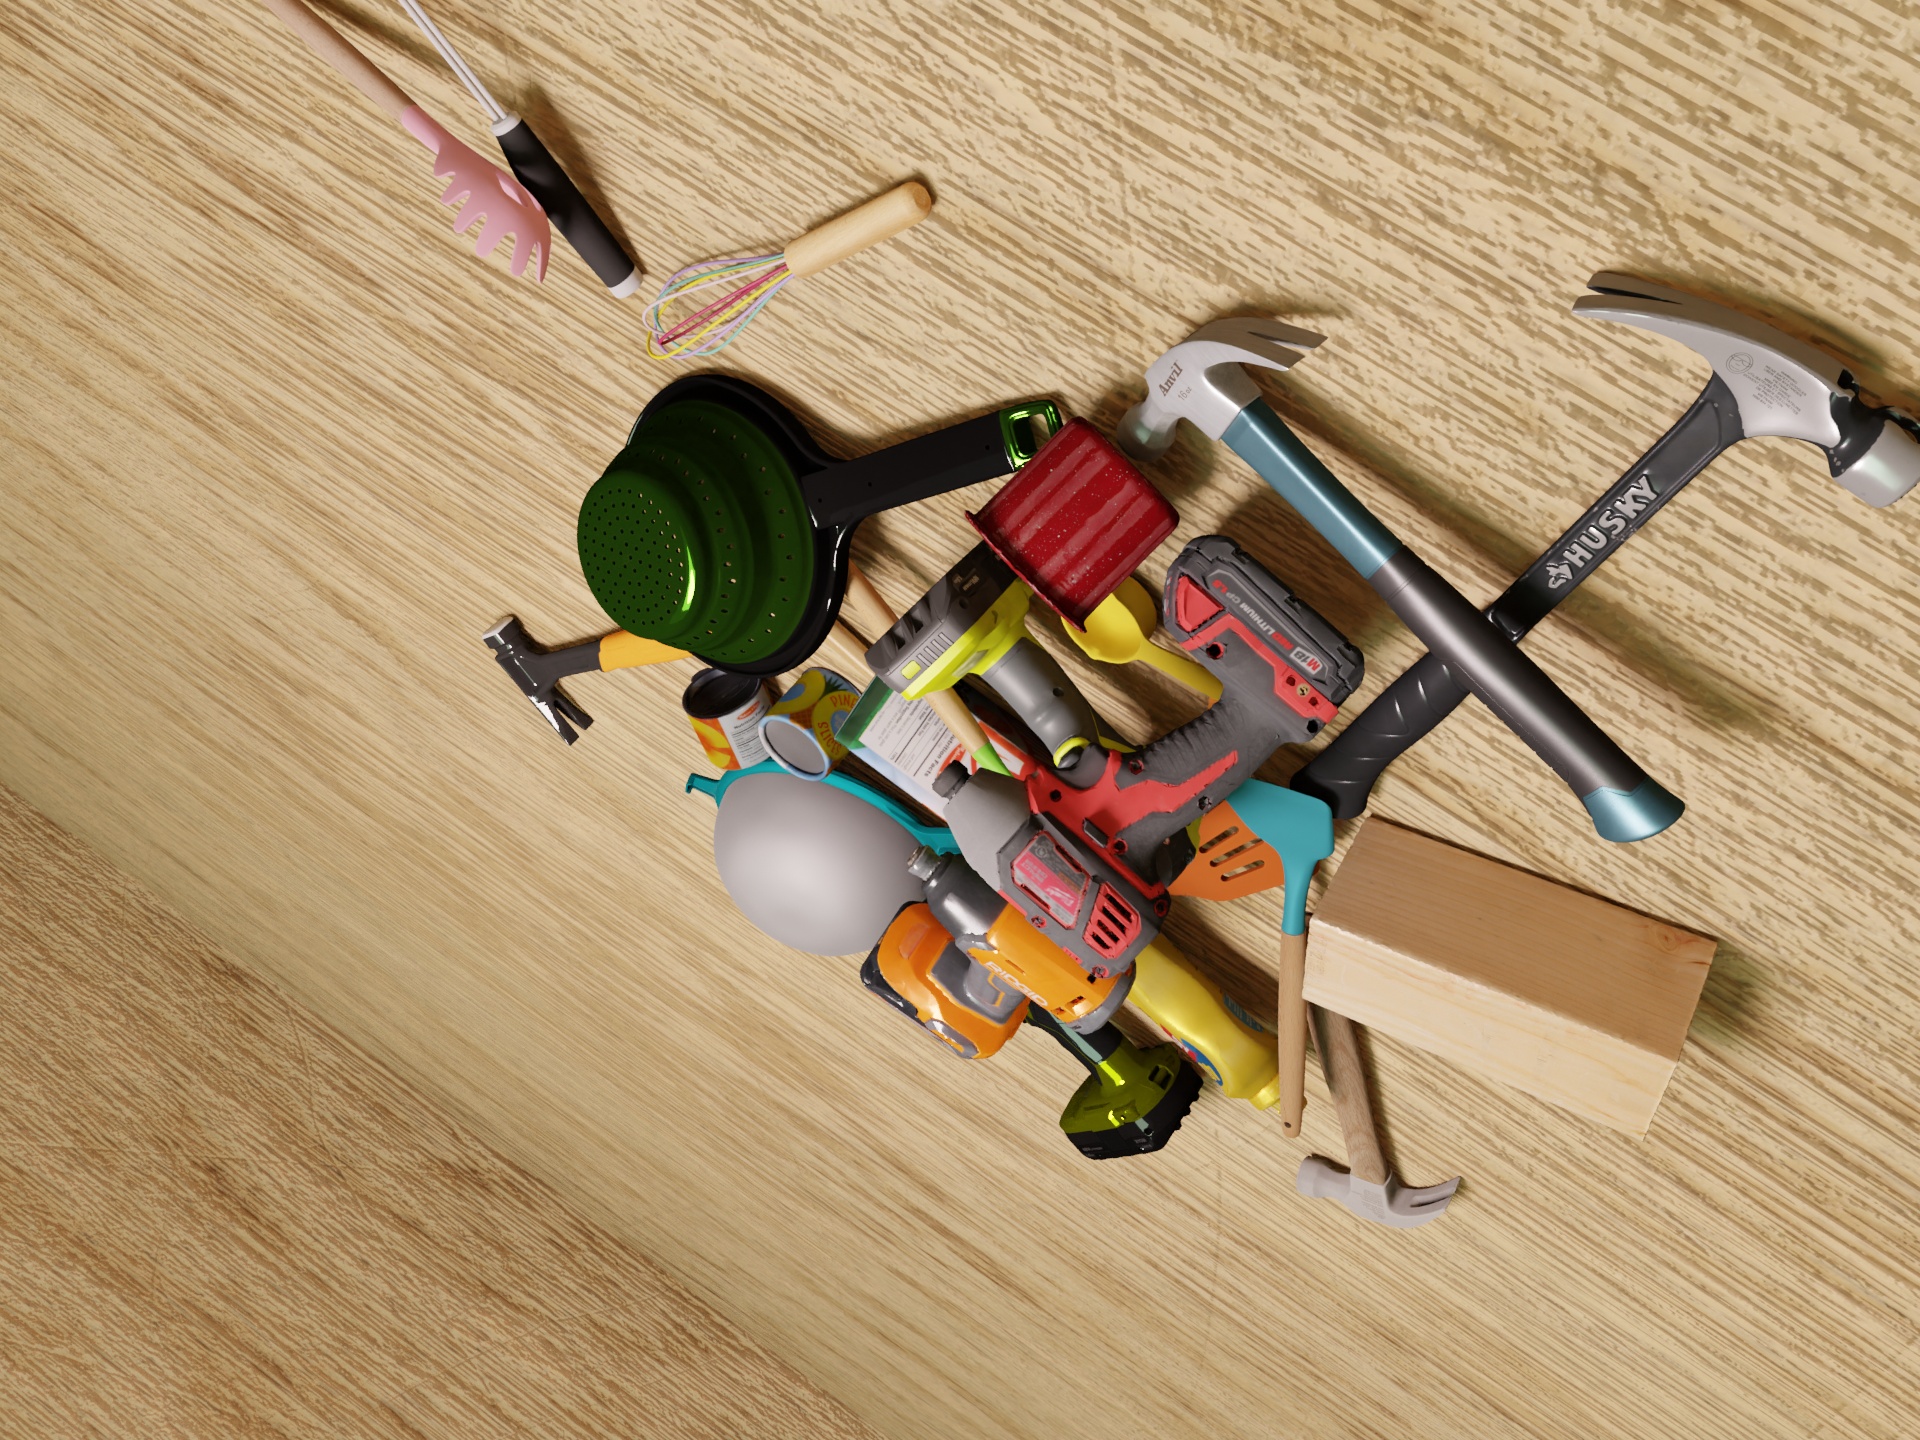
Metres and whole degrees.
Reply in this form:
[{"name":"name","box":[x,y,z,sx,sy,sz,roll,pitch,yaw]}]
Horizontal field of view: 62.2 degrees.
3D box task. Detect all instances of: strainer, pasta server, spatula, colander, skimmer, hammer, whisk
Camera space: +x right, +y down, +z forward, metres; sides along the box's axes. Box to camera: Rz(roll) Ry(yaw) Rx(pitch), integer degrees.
[{"name":"strainer","box":[-0.069,0.125,1.246,0.340,0.095,0.210,-4,137,39]},{"name":"pasta server","box":[-0.351,-0.372,0.957,0.316,0.060,0.040,42,109,16]},{"name":"spatula","box":[0.211,0.162,1.041,0.082,0.044,0.317,16,128,34]},{"name":"colander","box":[-0.116,-0.126,0.975,0.397,0.094,0.204,-10,100,39]},{"name":"skimmer","box":[-0.275,-0.407,0.895,0.127,0.090,0.362,24,158,49]},{"name":"hammer","box":[-0.275,-0.051,1.311,0.337,0.034,0.127,-8,124,48]},{"name":"spatula","box":[0.104,0.114,1.124,0.322,0.041,0.081,-20,115,49]},{"name":"hammer","box":[0.283,0.263,1.155,0.130,0.031,0.331,10,137,36]},{"name":"whisk","box":[-0.106,-0.253,0.909,0.245,0.047,0.051,-9,123,44]},{"name":"hammer","box":[0.269,-0.053,0.796,0.149,0.036,0.408,37,147,4]},{"name":"hammer","box":[0.216,-0.067,0.775,0.331,0.033,0.128,46,151,7]}]

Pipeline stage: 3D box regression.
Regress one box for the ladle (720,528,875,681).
[{"name":"ladle","box":[-0.069,-0.041,1.136,0.315,0.031,0.069,42,138,-2]}]

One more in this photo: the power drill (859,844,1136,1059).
[{"name":"power drill","box":[0.008,0.158,1.104,0.164,0.084,0.226,37,154,-6]}]

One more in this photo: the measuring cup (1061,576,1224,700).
[{"name":"measuring cup","box":[0.133,-0.042,0.942,0.156,0.029,0.062,29,146,14]}]

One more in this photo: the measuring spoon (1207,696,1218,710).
[{"name":"measuring spoon","box":[0.162,-0.006,0.976,0.021,0.011,0.116,34,151,28]}]

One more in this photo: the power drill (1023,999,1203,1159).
[{"name":"power drill","box":[0.070,0.252,1.304,0.228,0.080,0.190,47,144,-8]}]

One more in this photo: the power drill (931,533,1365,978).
[{"name":"power drill","box":[0.095,0.014,0.845,0.143,0.219,0.078,41,-178,2]}]

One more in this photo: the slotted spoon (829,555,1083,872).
[{"name":"slotted spoon","box":[-0.002,-0.003,1.016,0.314,0.031,0.070,52,157,6]}]

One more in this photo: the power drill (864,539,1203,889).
[{"name":"power drill","box":[0.055,0.006,0.954,0.223,0.171,0.080,46,114,-3]}]
